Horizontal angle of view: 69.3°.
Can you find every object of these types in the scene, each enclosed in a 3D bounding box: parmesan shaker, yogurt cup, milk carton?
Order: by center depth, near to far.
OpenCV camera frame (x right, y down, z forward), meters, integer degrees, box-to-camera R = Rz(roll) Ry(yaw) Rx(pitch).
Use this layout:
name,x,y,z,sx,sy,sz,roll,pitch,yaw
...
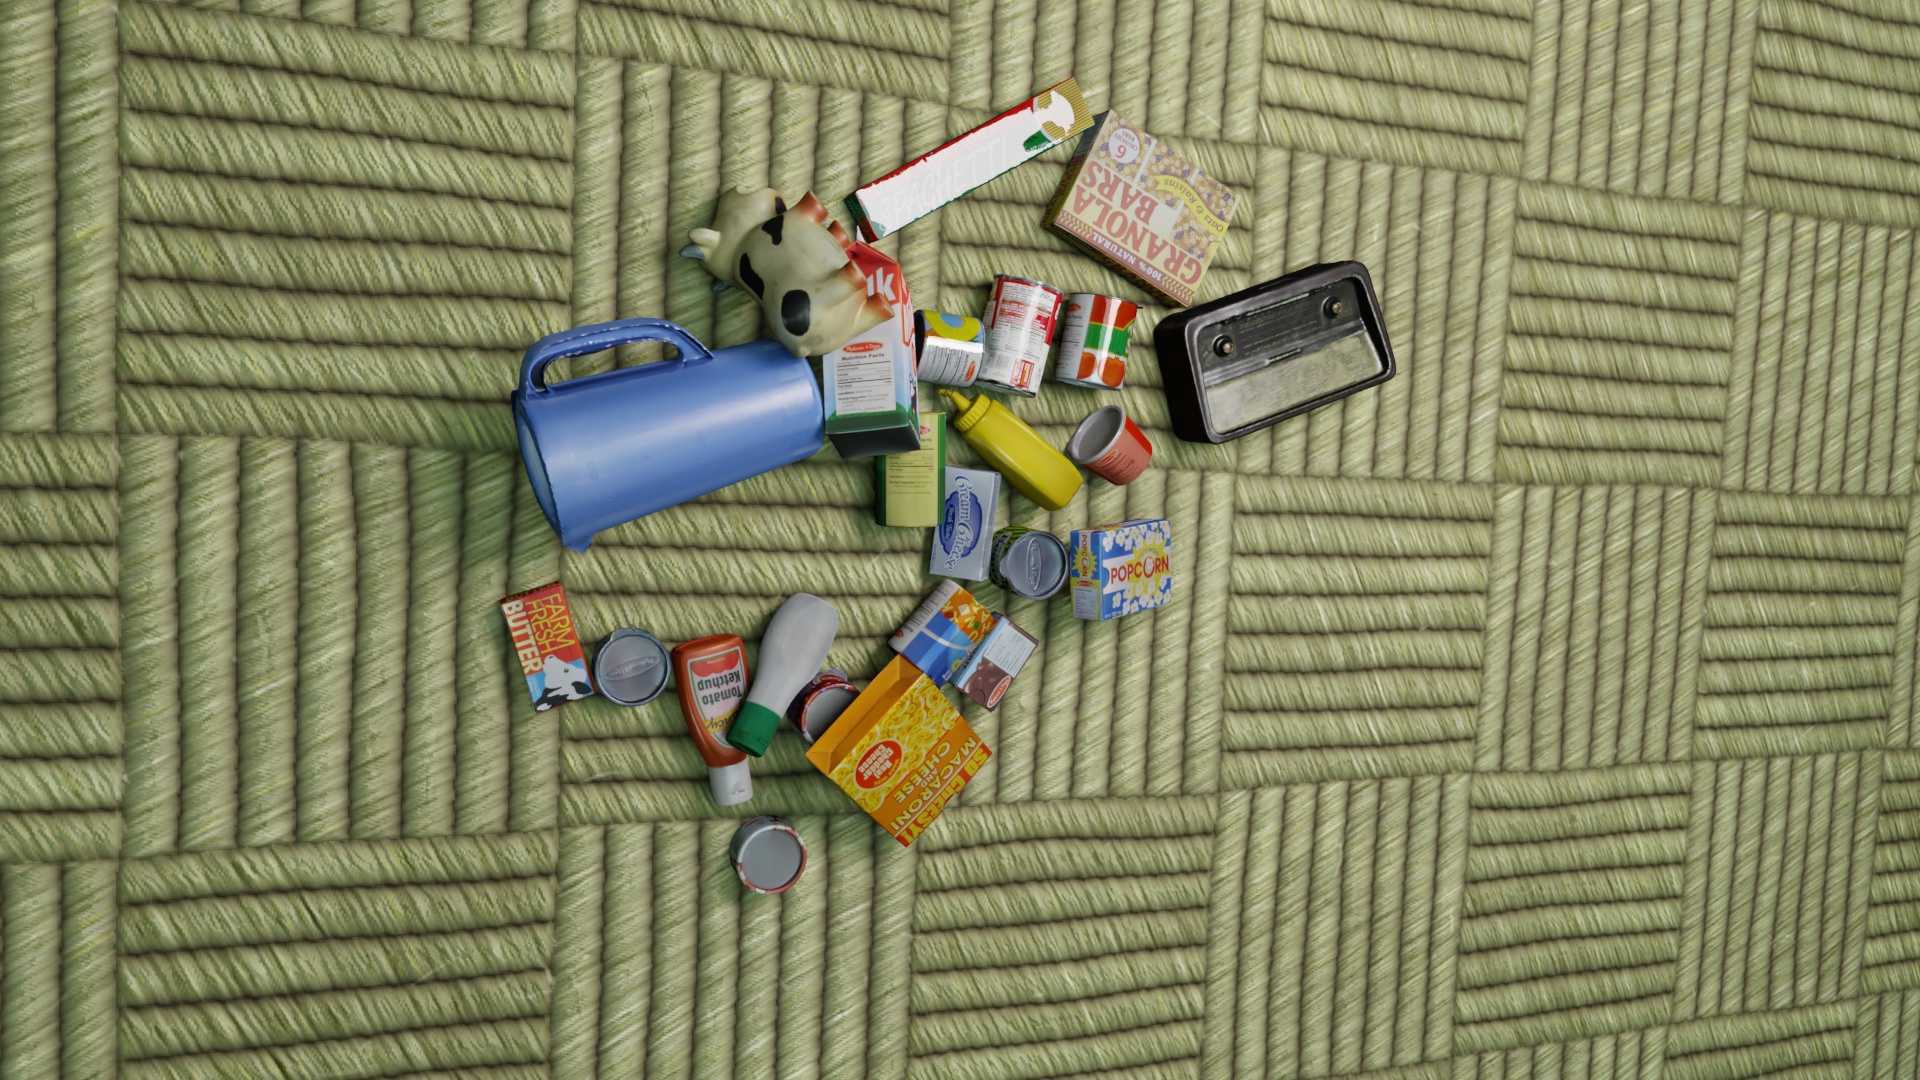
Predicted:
name,x,y,z,sx,sy,sz,roll,pitch,yaw
milk carton,-0.079,-0.175,1.216,0.073,0.072,0.191,-5,75,6
parmesan shaker,-0.049,-0.066,1.271,0.071,0.071,0.103,-2,97,-20
yogurt cup,0.149,-0.089,1.345,0.054,0.072,0.072,38,82,-28

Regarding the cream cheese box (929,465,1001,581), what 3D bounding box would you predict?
name,x,y,z,sx,sy,sz,roll,pitch,yaw
cream cheese box,0.005,-0.016,1.304,0.053,0.024,0.103,8,93,17

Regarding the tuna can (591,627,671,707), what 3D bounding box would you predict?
name,x,y,z,sx,sy,sz,roll,pitch,yaw
tuna can,-0.289,0.108,1.214,0.071,0.033,0.071,-2,96,-21

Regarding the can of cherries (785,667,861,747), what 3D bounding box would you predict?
name,x,y,z,sx,sy,sz,roll,pitch,yaw
can of cherries,-0.120,0.154,1.269,0.071,0.058,0.071,-2,97,-20

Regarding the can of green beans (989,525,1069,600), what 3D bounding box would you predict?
name,x,y,z,sx,sy,sz,roll,pitch,yaw
can of green beans,0.062,0.020,1.325,0.071,0.058,0.071,-2,96,-21

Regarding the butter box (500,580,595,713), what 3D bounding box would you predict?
name,x,y,z,sx,sy,sz,roll,pitch,yaw
butter box,-0.354,0.091,1.192,0.053,0.024,0.103,-18,101,-17

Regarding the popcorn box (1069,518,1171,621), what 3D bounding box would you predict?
name,x,y,z,sx,sy,sz,roll,pitch,yaw
popcorn box,0.156,0.026,1.343,0.127,0.038,0.085,-9,101,-50

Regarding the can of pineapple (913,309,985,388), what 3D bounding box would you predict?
name,x,y,z,sx,sy,sz,roll,pitch,yaw
can of pineapple,-0.017,-0.176,1.273,0.058,0.071,0.071,6,93,-21

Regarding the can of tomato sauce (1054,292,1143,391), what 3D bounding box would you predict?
name,x,y,z,sx,sy,sz,roll,pitch,yaw
can of tomato sauce,0.132,-0.189,1.326,0.071,0.071,0.083,10,93,-21

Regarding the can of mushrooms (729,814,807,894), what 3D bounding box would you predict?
name,x,y,z,sx,sy,sz,roll,pitch,yaw
can of mushrooms,-0.174,0.290,1.275,0.071,0.033,0.071,-2,95,-21

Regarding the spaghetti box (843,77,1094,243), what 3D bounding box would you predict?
name,x,y,z,sx,sy,sz,roll,pitch,yaw
spaghetti box,0.011,-0.352,1.285,0.251,0.028,0.050,-32,105,-15

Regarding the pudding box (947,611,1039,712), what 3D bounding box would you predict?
name,x,y,z,sx,sy,sz,roll,pitch,yaw
pudding box,0.031,0.116,1.337,0.049,0.030,0.084,37,82,-21

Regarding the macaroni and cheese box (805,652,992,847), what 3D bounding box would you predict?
name,x,y,z,sx,sy,sz,roll,pitch,yaw
macaroni and cheese box,-0.052,0.196,1.267,0.124,0.040,0.166,-47,139,-10

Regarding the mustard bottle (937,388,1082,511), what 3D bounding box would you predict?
name,x,y,z,sx,sy,sz,roll,pitch,yaw
mustard bottle,0.042,-0.093,1.305,0.160,0.065,0.049,41,77,-15

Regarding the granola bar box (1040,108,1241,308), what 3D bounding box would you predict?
name,x,y,z,sx,sy,sz,roll,pitch,yaw
granola bar box,0.176,-0.318,1.345,0.165,0.039,0.124,27,86,-21

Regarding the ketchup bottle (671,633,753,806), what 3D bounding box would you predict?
name,x,y,z,sx,sy,sz,roll,pitch,yaw
ketchup bottle,-0.215,0.161,1.242,0.065,0.043,0.148,-13,101,-29

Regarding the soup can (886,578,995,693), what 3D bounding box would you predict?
name,x,y,z,sx,sy,sz,roll,pitch,yaw
soup can,-0.016,0.089,1.297,0.071,0.071,0.084,45,79,-19

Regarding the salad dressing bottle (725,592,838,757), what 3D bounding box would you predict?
name,x,y,z,sx,sy,sz,roll,pitch,yaw
salad dressing bottle,-0.160,0.119,1.235,0.064,0.044,0.148,48,58,-43
